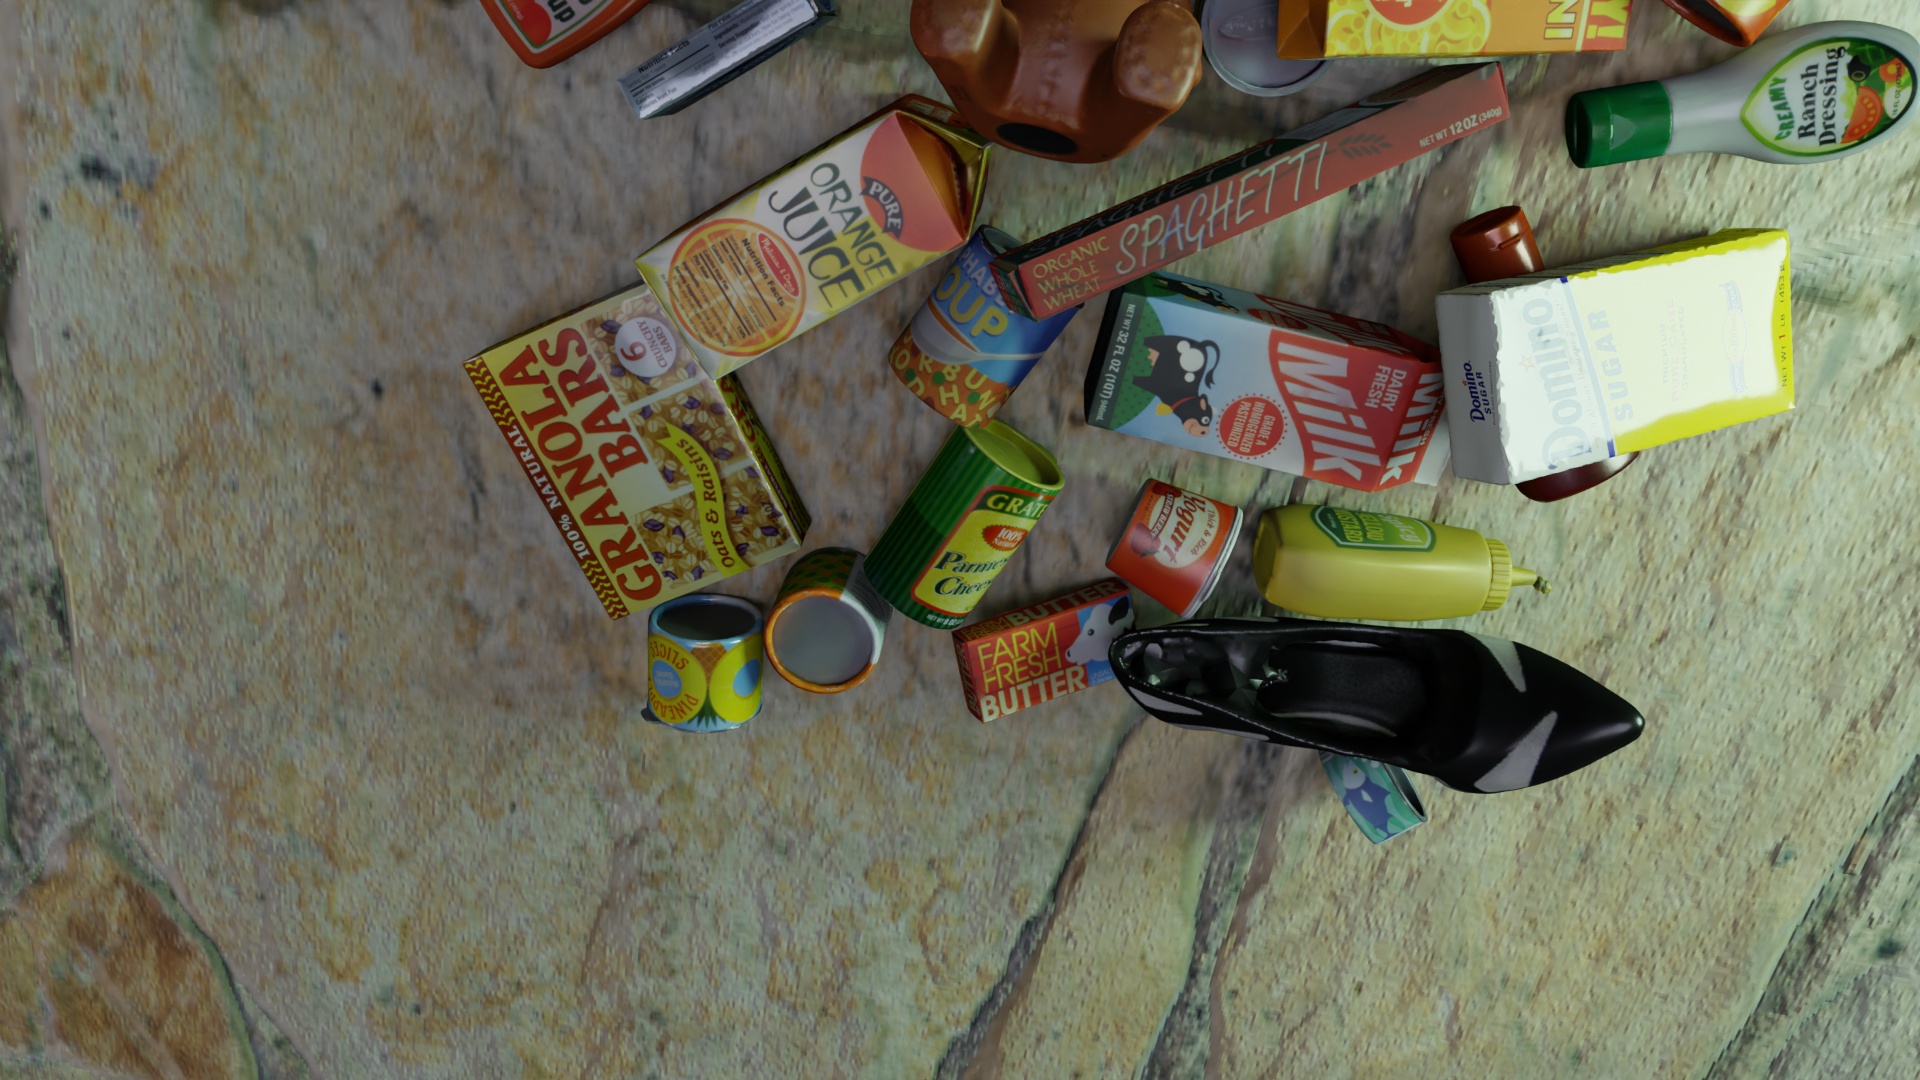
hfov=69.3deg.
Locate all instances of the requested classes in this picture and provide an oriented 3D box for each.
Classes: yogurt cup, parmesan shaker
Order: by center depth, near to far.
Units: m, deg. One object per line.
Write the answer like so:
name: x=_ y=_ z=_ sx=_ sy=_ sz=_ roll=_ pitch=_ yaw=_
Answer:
yogurt cup: x=0.114 y=0.001 z=0.754 sx=0.054 sy=0.073 sz=0.072 roll=26 pitch=112 yaw=2
parmesan shaker: x=0.003 y=-0.009 z=0.757 sx=0.071 sy=0.071 sz=0.102 roll=31 pitch=112 yaw=-9

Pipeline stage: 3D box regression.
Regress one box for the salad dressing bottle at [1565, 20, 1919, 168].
salad dressing bottle: x=0.368 y=-0.206 z=0.658 sx=0.148 sy=0.044 sz=0.064 roll=-8 pitch=113 yaw=8

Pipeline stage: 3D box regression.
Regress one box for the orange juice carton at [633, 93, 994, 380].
orange juice carton: x=-0.057 y=-0.161 z=0.694 sx=0.192 sy=0.072 sz=0.073 roll=-26 pitch=108 yaw=14

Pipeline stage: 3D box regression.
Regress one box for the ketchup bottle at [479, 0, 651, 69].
ketchup bottle: x=-0.160 y=-0.289 z=0.665 sx=0.148 sy=0.044 sz=0.064 roll=-26 pitch=108 yaw=13

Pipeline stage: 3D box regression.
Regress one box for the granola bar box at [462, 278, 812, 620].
granola bar box: x=-0.174 y=-0.052 z=0.766 sx=0.124 sy=0.039 sz=0.165 roll=-21 pitch=110 yaw=12

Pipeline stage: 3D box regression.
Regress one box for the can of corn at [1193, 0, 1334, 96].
can of corn: x=0.143 y=-0.247 z=0.650 sx=0.071 sy=0.058 sz=0.071 roll=2 pitch=113 yaw=4

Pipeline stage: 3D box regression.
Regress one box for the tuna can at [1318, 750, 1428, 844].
tuna can: x=0.235 y=0.137 z=0.798 sx=0.032 sy=0.071 sz=0.071 roll=-33 pitch=106 yaw=17

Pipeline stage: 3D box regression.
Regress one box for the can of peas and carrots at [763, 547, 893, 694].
can of peas and carrots: x=-0.076 y=0.046 z=0.788 sx=0.071 sy=0.059 sz=0.070 roll=2 pitch=112 yaw=4

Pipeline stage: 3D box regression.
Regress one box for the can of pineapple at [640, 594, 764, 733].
can of pineapple: x=-0.148 y=0.070 z=0.798 sx=0.071 sy=0.071 sz=0.057 roll=6 pitch=112 yaw=2

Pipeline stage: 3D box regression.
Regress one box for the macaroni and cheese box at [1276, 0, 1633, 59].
macaroni and cheese box: x=0.222 y=-0.275 z=0.604 sx=0.167 sy=0.040 sz=0.123 roll=-8 pitch=110 yaw=-19

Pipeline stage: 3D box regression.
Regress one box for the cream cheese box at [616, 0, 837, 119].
cream cheese box: x=-0.112 y=-0.240 z=0.675 sx=0.103 sy=0.053 sz=0.024 roll=-26 pitch=107 yaw=14

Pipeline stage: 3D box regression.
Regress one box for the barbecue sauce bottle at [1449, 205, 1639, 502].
barbecue sauce bottle: x=0.293 y=-0.096 z=0.709 sx=0.065 sy=0.044 sz=0.148 roll=-28 pitch=107 yaw=1

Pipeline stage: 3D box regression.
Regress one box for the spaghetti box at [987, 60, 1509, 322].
spaghetti box: x=0.134 y=-0.165 z=0.652 sx=0.250 sy=0.050 sz=0.028 roll=-24 pitch=110 yaw=-5

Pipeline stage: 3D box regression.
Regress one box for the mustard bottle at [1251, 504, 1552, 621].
mustard bottle: x=0.242 y=0.014 z=0.751 sx=0.160 sy=0.065 sz=0.048 roll=4 pitch=119 yaw=-4

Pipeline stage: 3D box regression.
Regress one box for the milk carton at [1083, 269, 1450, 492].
milk carton: x=0.164 y=-0.080 z=0.709 sx=0.191 sy=0.074 sz=0.072 roll=14 pitch=113 yaw=-2

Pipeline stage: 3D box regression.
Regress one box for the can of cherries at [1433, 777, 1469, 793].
can of cherries: x=0.288 y=0.098 z=0.782 sx=0.071 sy=0.058 sz=0.071 roll=2 pitch=112 yaw=5

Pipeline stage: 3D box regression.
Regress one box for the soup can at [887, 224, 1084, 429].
soup can: x=0.010 y=-0.109 z=0.711 sx=0.071 sy=0.071 sz=0.083 roll=35 pitch=111 yaw=-10

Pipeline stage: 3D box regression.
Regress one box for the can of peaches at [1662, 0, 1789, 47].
can of peaches: x=0.350 y=-0.263 z=0.623 sx=0.071 sy=0.071 sz=0.058 roll=34 pitch=111 yaw=-10

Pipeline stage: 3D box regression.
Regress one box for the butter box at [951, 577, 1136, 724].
butter box: x=0.050 y=0.062 z=0.783 sx=0.104 sy=0.024 sz=0.053 roll=-17 pitch=112 yaw=-15
